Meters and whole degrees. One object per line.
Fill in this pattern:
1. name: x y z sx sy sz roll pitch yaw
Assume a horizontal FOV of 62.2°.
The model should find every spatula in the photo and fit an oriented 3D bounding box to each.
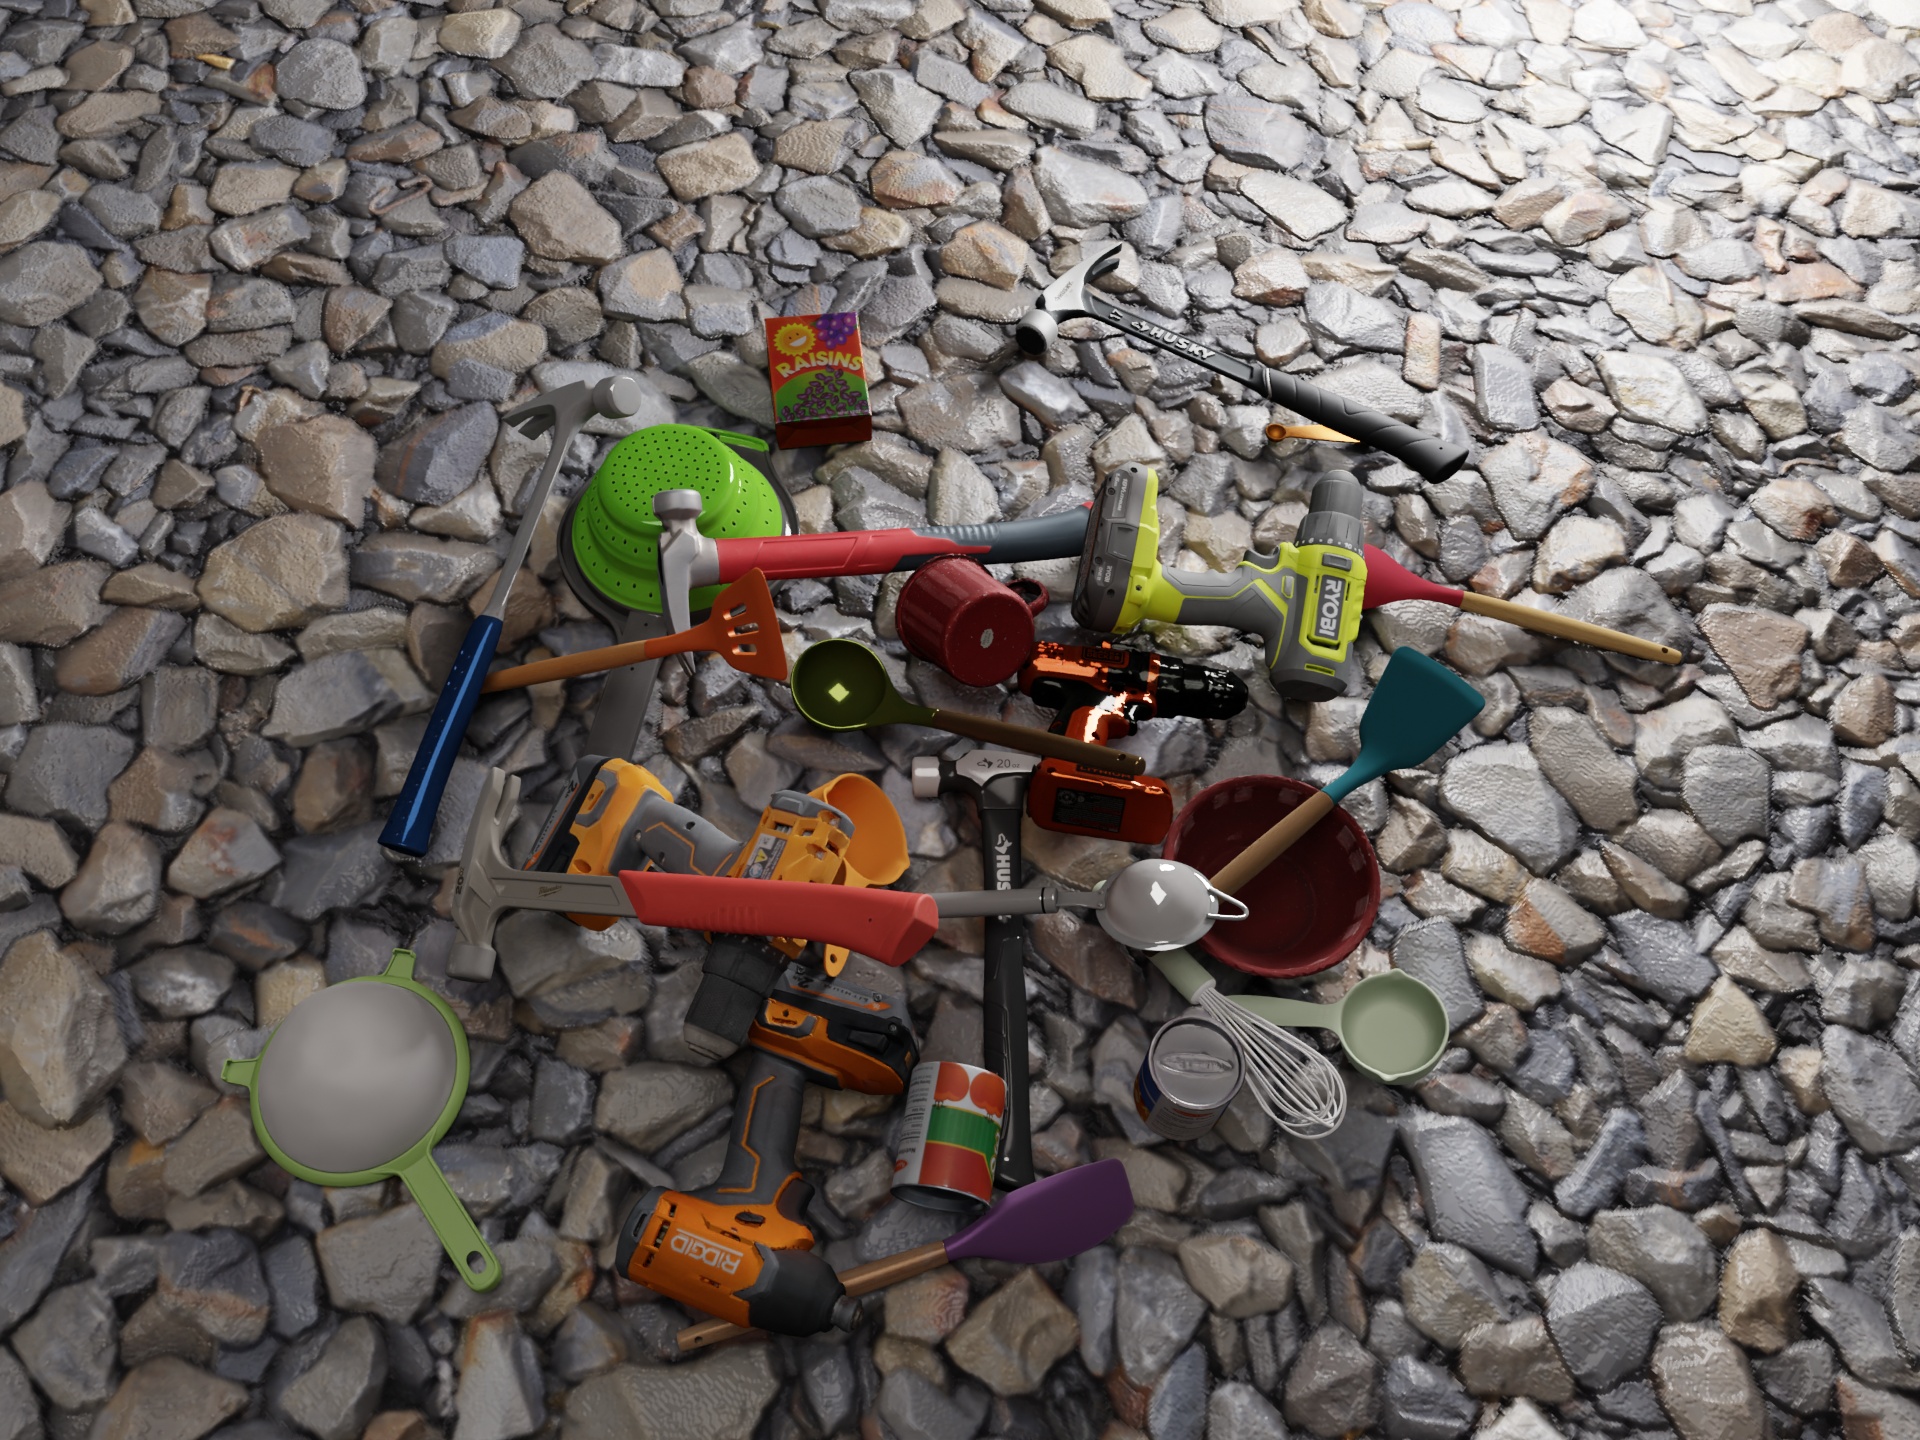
1. spatula: -0.034 0.364 1.060 0.316 0.018 0.059 -16 98 -8
2. spatula: -0.257 -0.048 1.190 0.322 0.041 0.081 -9 98 28
3. spatula: 0.248 0.065 1.160 0.317 0.044 0.082 -37 56 -18

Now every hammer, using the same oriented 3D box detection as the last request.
1. hammer: -0.048 -0.122 1.284 0.386 0.038 0.143 -6 89 -20
2. hammer: -0.182 0.110 1.045 0.359 0.036 0.149 1 72 24
3. hammer: 0.037 0.176 1.162 0.146 0.035 0.335 0 61 -1
4. hammer: 0.260 -0.313 1.429 0.409 0.036 0.149 28 60 14
5. hammer: -0.369 -0.089 1.254 0.144 0.035 0.406 1 67 40

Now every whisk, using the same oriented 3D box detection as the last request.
1. whisk: 0.179 0.201 1.140 0.247 0.057 0.059 45 111 29

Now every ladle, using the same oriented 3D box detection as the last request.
1. ladle: 0.443 -0.093 1.328 0.315 0.031 0.069 15 64 5
2. ladle: -0.002 -0.004 1.174 0.320 0.062 0.078 13 60 40

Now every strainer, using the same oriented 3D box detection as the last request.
1. strainer: 0.071 0.127 1.127 0.258 0.050 0.087 -5 39 15
2. strainer: -0.388 0.274 1.075 0.151 0.069 0.257 -34 66 -19

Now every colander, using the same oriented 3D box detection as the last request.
1. colander: -0.251 -0.106 1.274 0.204 0.094 0.397 9 61 4

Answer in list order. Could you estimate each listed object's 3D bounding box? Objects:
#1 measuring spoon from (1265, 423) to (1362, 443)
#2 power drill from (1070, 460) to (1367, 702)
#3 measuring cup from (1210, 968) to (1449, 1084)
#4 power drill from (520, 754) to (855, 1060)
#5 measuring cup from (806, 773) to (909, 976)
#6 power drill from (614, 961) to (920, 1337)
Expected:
1. measuring spoon: 0.329 -0.254 1.424 0.117 0.011 0.021 1 56 -5
2. power drill: 0.217 -0.130 1.286 0.228 0.080 0.191 13 75 -4
3. measuring cup: 0.266 0.220 1.151 0.167 0.038 0.083 3 62 19
4. power drill: -0.200 0.125 1.112 0.226 0.084 0.185 12 69 31
5. measuring cup: -0.093 0.119 1.149 0.052 0.095 0.174 -26 36 33
6. power drill: -0.108 0.289 1.059 0.164 0.084 0.227 16 62 17
